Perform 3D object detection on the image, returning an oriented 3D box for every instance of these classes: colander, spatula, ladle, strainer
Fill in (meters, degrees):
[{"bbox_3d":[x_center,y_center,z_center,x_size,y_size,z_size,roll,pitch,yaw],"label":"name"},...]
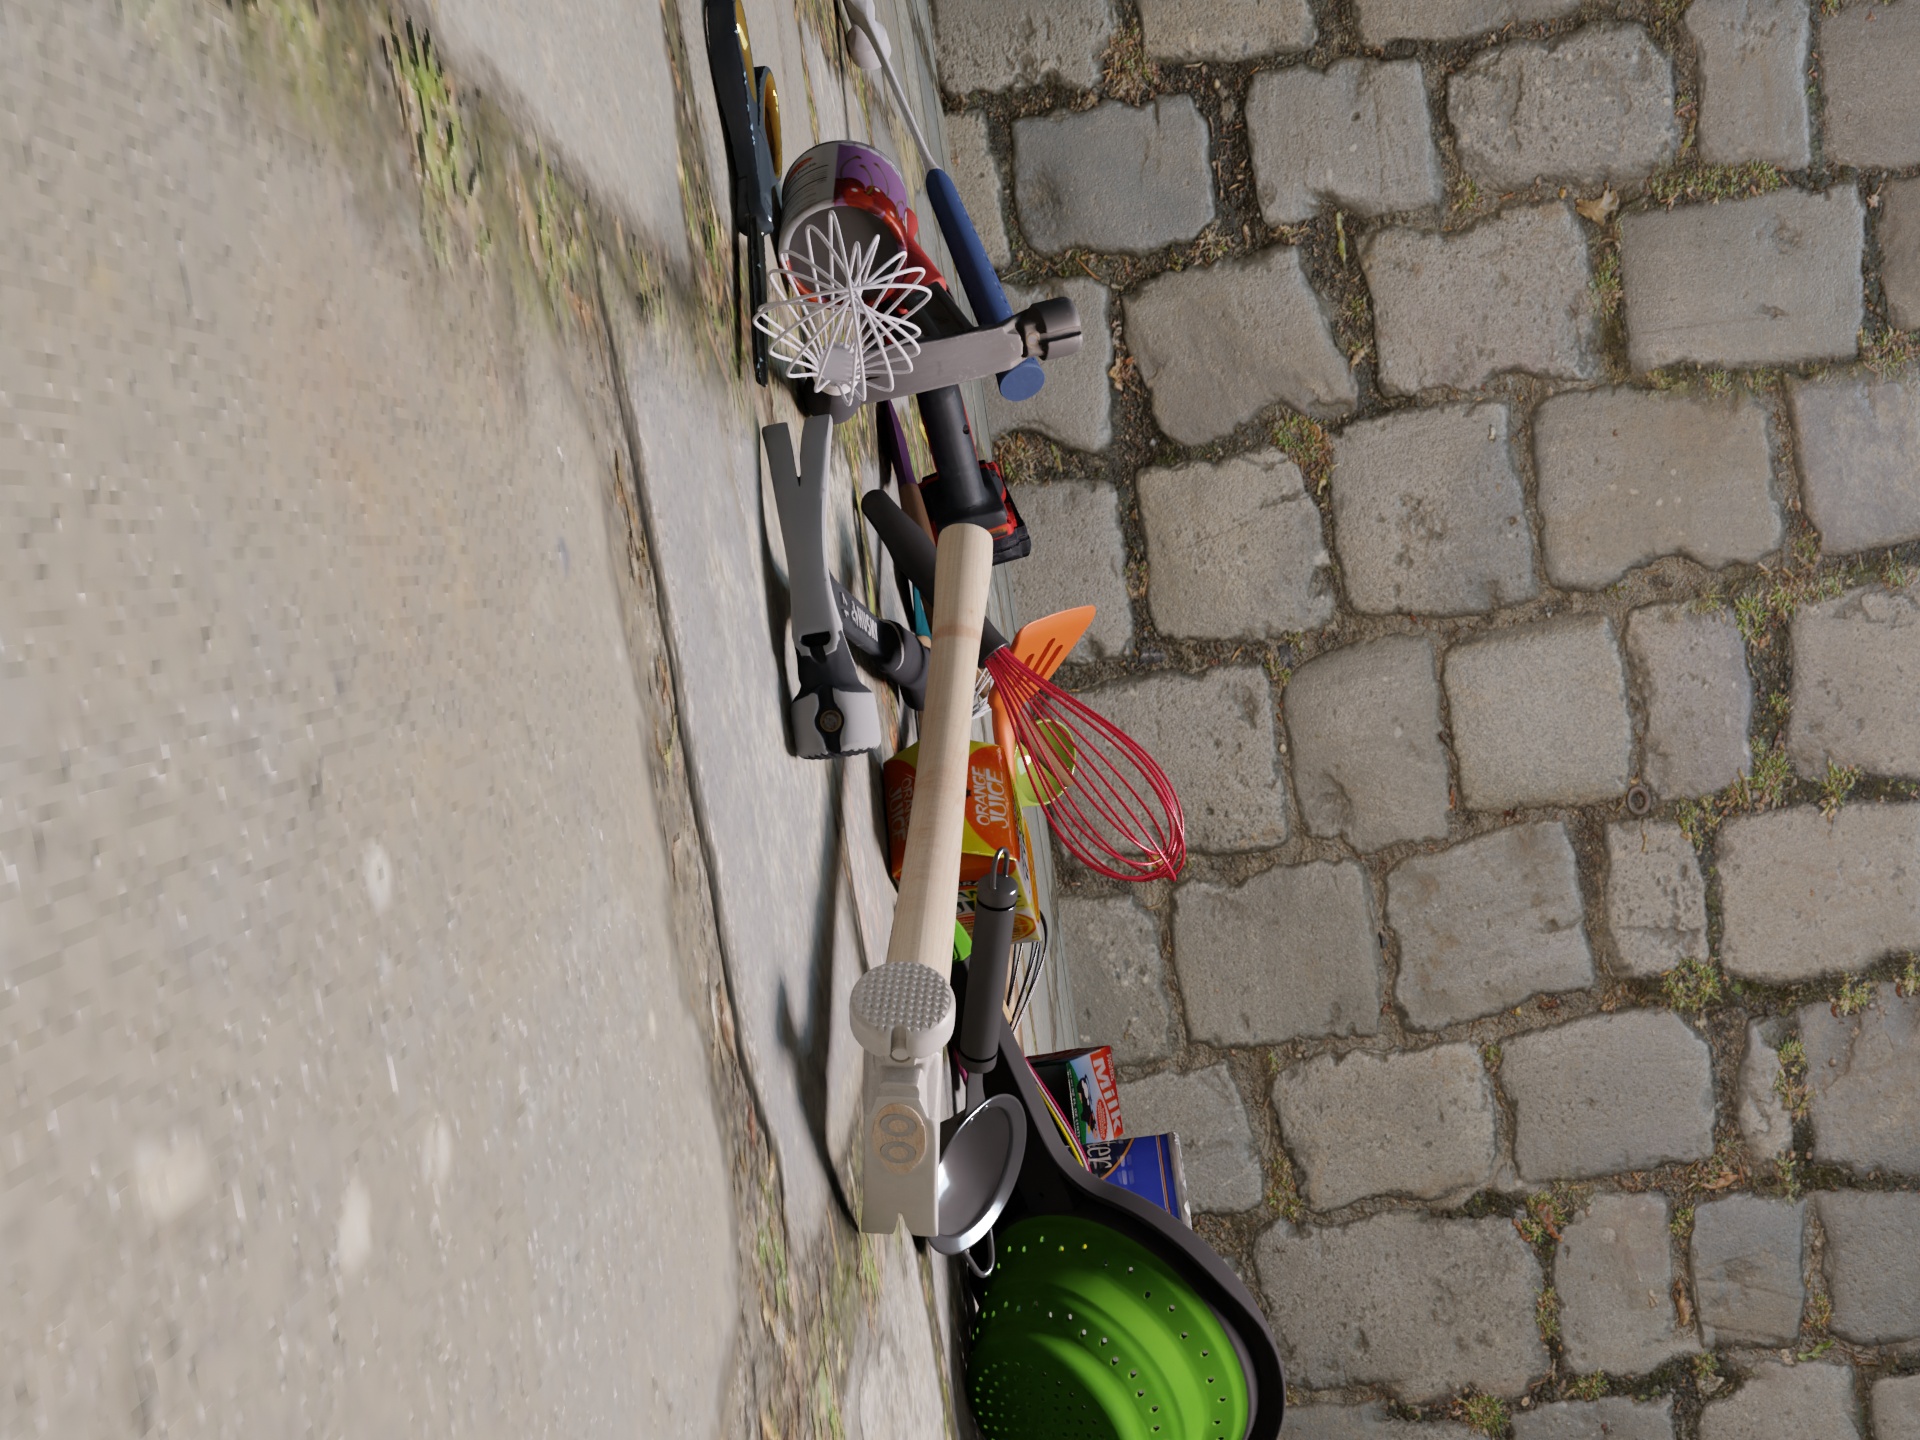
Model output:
[{"bbox_3d":[0.038,0.295,0.887,0.094,0.204,0.397,-31,99,-48],"label":"colander"},{"bbox_3d":[-0.032,-0.141,1.086,0.316,0.018,0.059,-103,-178,-51],"label":"spatula"},{"bbox_3d":[0.052,0.102,1.295,0.320,0.062,0.078,-77,148,-57],"label":"ladle"},{"bbox_3d":[0.007,0.170,0.788,0.087,0.050,0.258,-28,133,-47],"label":"strainer"},{"bbox_3d":[0.023,-0.038,1.245,0.317,0.044,0.082,48,25,-43],"label":"spatula"},{"bbox_3d":[0.033,0.071,1.092,0.081,0.041,0.322,-18,123,-46],"label":"spatula"}]

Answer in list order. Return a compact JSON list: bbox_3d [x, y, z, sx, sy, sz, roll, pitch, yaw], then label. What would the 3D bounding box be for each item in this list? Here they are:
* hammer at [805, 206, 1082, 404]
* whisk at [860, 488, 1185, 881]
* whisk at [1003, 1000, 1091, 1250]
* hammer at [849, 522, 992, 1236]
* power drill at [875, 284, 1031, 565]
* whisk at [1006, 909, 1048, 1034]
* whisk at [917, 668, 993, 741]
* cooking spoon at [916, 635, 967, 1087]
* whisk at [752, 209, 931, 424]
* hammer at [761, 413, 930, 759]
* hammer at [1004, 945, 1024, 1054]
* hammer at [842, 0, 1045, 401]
[{"bbox_3d":[-0.039,-0.273,0.996,0.359,0.149,0.036,-112,-170,-60],"label":"hammer"},{"bbox_3d":[0.031,-0.022,0.930,0.296,0.073,0.073,52,-2,13],"label":"whisk"},{"bbox_3d":[0.028,0.213,1.000,0.051,0.047,0.245,99,-29,-66],"label":"whisk"},{"bbox_3d":[-0.011,0.040,0.761,0.411,0.038,0.146,-84,177,-52],"label":"hammer"},{"bbox_3d":[-0.017,-0.245,1.241,0.188,0.080,0.226,-107,-179,-56],"label":"power drill"},{"bbox_3d":[0.026,0.217,1.042,0.055,0.055,0.239,74,21,-59],"label":"whisk"},{"bbox_3d":[-0.002,-0.003,1.073,0.246,0.059,0.057,-59,164,-65],"label":"whisk"},{"bbox_3d":[-0.011,0.094,1.098,0.068,0.017,0.319,36,46,-69],"label":"cooking spoon"},{"bbox_3d":[-0.054,-0.162,0.702,0.284,0.070,0.070,-151,-128,-83],"label":"whisk"},{"bbox_3d":[-0.045,-0.047,0.852,0.409,0.036,0.149,34,47,-84],"label":"hammer"},{"bbox_3d":[0.034,0.199,1.365,0.130,0.031,0.332,69,14,-67],"label":"hammer"},{"bbox_3d":[-0.024,-0.415,1.187,0.144,0.035,0.406,66,4,-68],"label":"hammer"}]
